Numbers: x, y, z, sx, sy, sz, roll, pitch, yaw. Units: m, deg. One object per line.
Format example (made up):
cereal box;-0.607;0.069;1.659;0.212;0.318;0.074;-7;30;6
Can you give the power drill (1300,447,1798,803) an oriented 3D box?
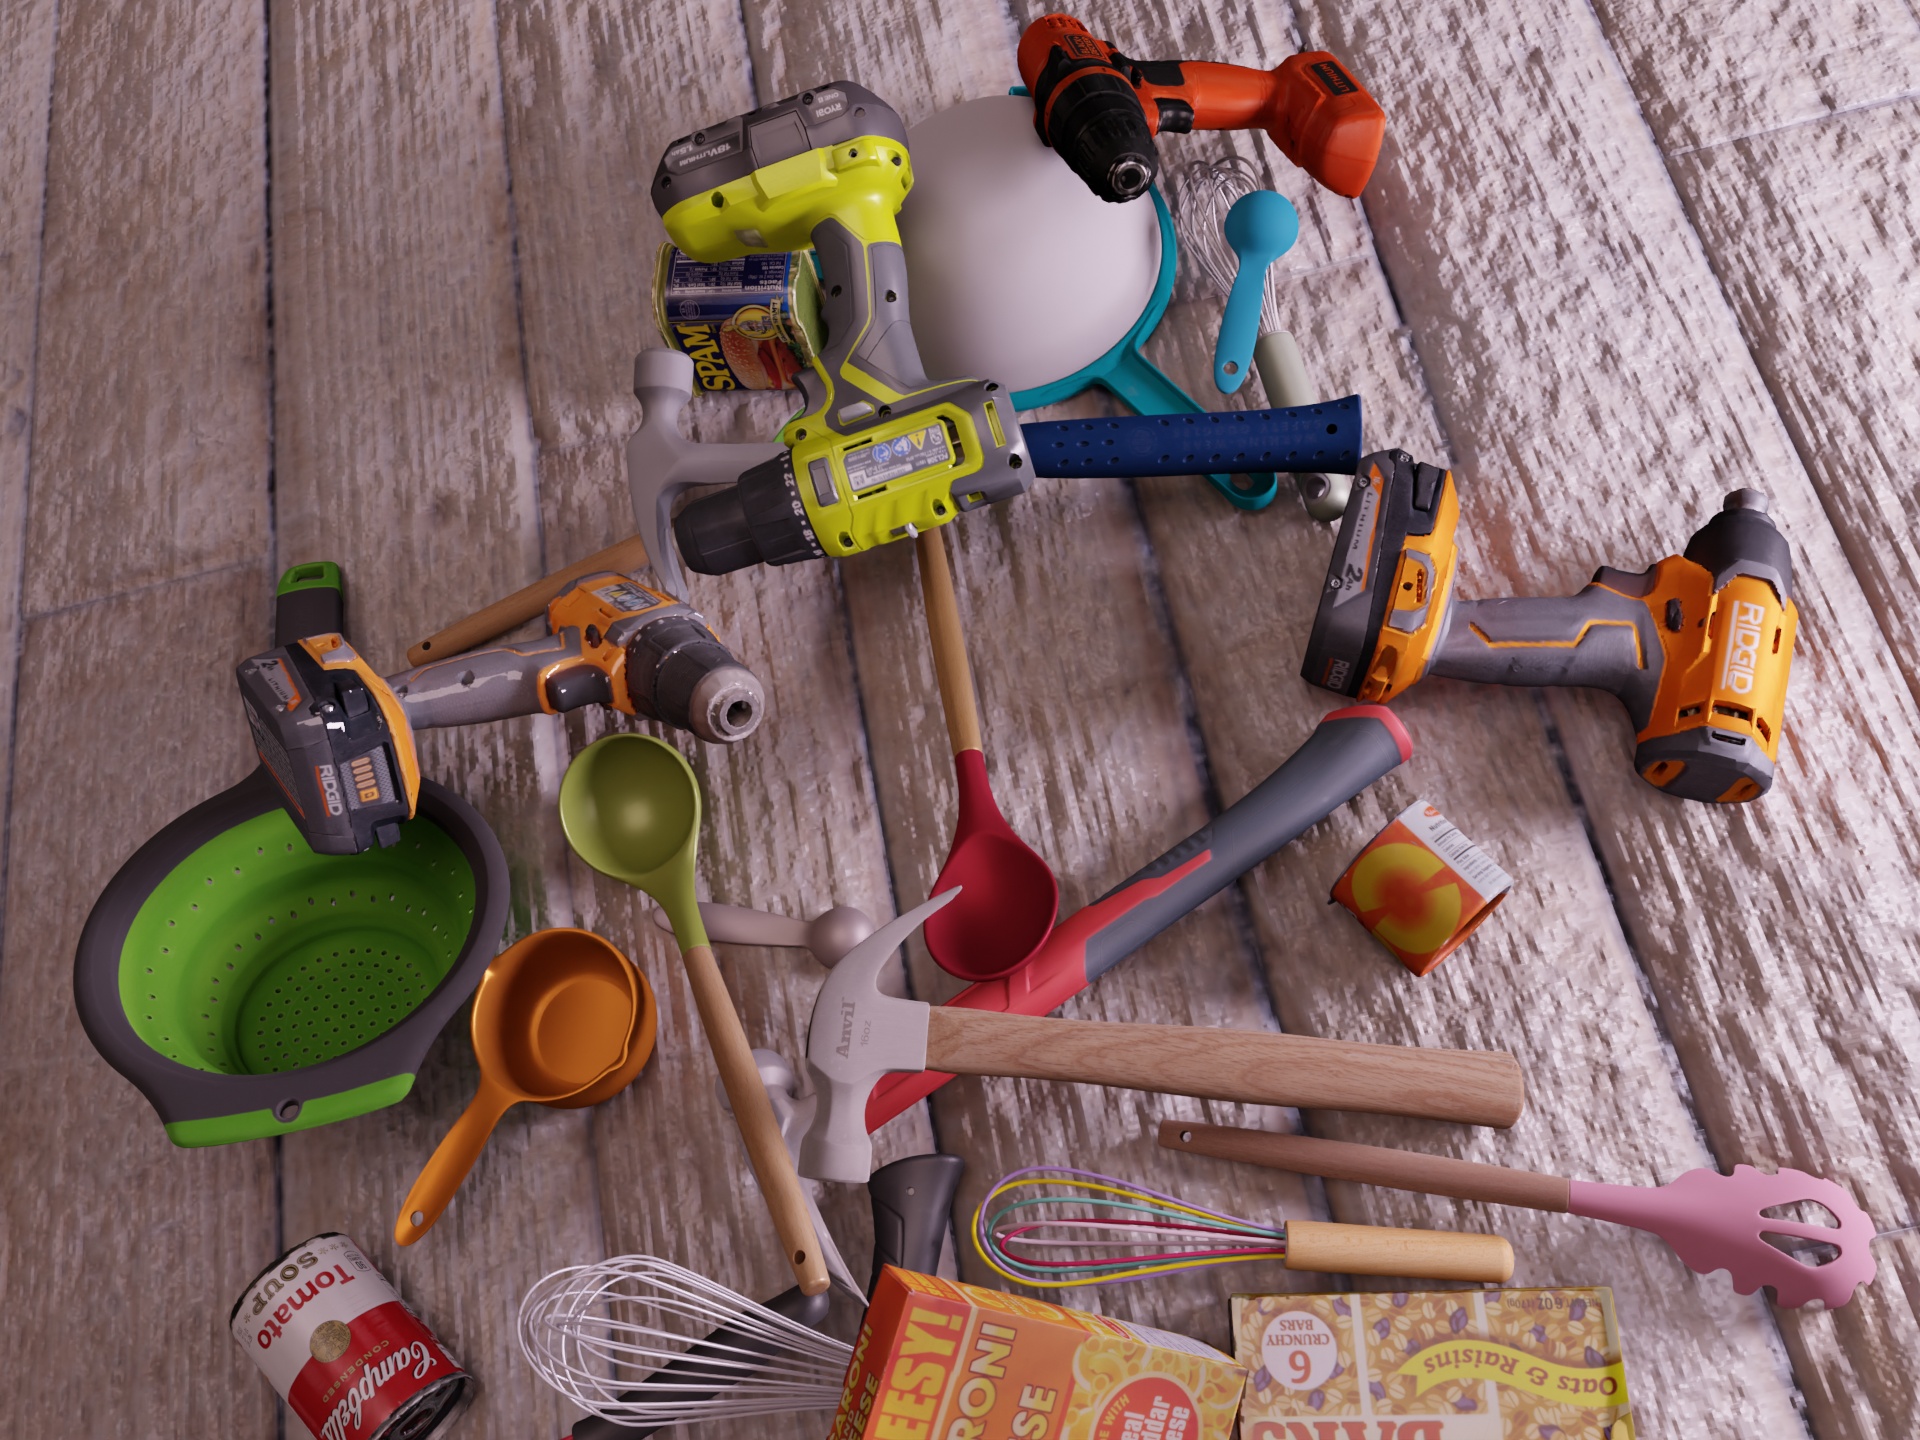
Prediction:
power drill;0.302;-0.063;0.805;0.226;0.084;0.164;15;71;11

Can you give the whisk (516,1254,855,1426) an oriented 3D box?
whisk;-0.049;0.282;0.681;0.284;0.070;0.070;17;69;-16

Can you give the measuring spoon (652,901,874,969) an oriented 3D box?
measuring spoon;-0.106;0.108;0.837;0.124;0.018;0.034;5;69;13

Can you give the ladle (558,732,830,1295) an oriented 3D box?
ladle;-0.128;0.130;0.772;0.078;0.062;0.321;-35;50;7

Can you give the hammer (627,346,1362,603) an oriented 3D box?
hammer;0.011;-0.141;0.871;0.405;0.035;0.144;-1;81;11

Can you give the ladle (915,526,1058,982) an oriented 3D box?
ladle;-0.001;-0.003;0.836;0.069;0.031;0.316;-17;55;10

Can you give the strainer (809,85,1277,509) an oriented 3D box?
strainer;0.059;-0.250;0.912;0.211;0.095;0.341;-39;66;-7

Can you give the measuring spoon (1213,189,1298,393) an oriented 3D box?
measuring spoon;0.160;-0.242;0.882;0.042;0.021;0.129;12;74;7

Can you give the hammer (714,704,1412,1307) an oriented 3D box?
hammer;0.069;0.118;0.772;0.386;0.038;0.143;-33;42;-8

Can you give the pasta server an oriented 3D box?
pasta server;0.249;0.215;0.730;0.316;0.040;0.060;5;69;16

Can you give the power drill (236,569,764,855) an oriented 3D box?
power drill;-0.223;-0.008;0.799;0.226;0.084;0.185;-19;29;-29

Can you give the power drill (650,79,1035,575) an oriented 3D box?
power drill;-0.081;-0.196;0.837;0.190;0.080;0.228;-17;84;7

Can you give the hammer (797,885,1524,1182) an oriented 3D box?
hammer;0.096;0.151;0.718;0.331;0.031;0.130;7;76;-9

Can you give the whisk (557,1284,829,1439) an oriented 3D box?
whisk;-0.187;0.342;0.726;0.296;0.073;0.073;-32;67;-3

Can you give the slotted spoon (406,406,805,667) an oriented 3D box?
slotted spoon;-0.182;-0.105;0.933;0.314;0.031;0.070;-26;66;1

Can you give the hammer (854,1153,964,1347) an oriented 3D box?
hammer;-0.043;0.363;0.714;0.146;0.035;0.335;7;69;13

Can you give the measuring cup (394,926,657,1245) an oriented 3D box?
measuring cup;-0.222;0.190;0.808;0.095;0.052;0.174;28;77;19

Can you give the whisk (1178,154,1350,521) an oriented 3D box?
whisk;0.176;-0.222;0.911;0.058;0.059;0.246;-30;65;37

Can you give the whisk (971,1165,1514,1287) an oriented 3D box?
whisk;0.127;0.243;0.729;0.245;0.047;0.051;2;107;6

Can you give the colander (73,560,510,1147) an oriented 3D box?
colander;-0.347;0.069;0.865;0.204;0.094;0.398;-10;48;-10
